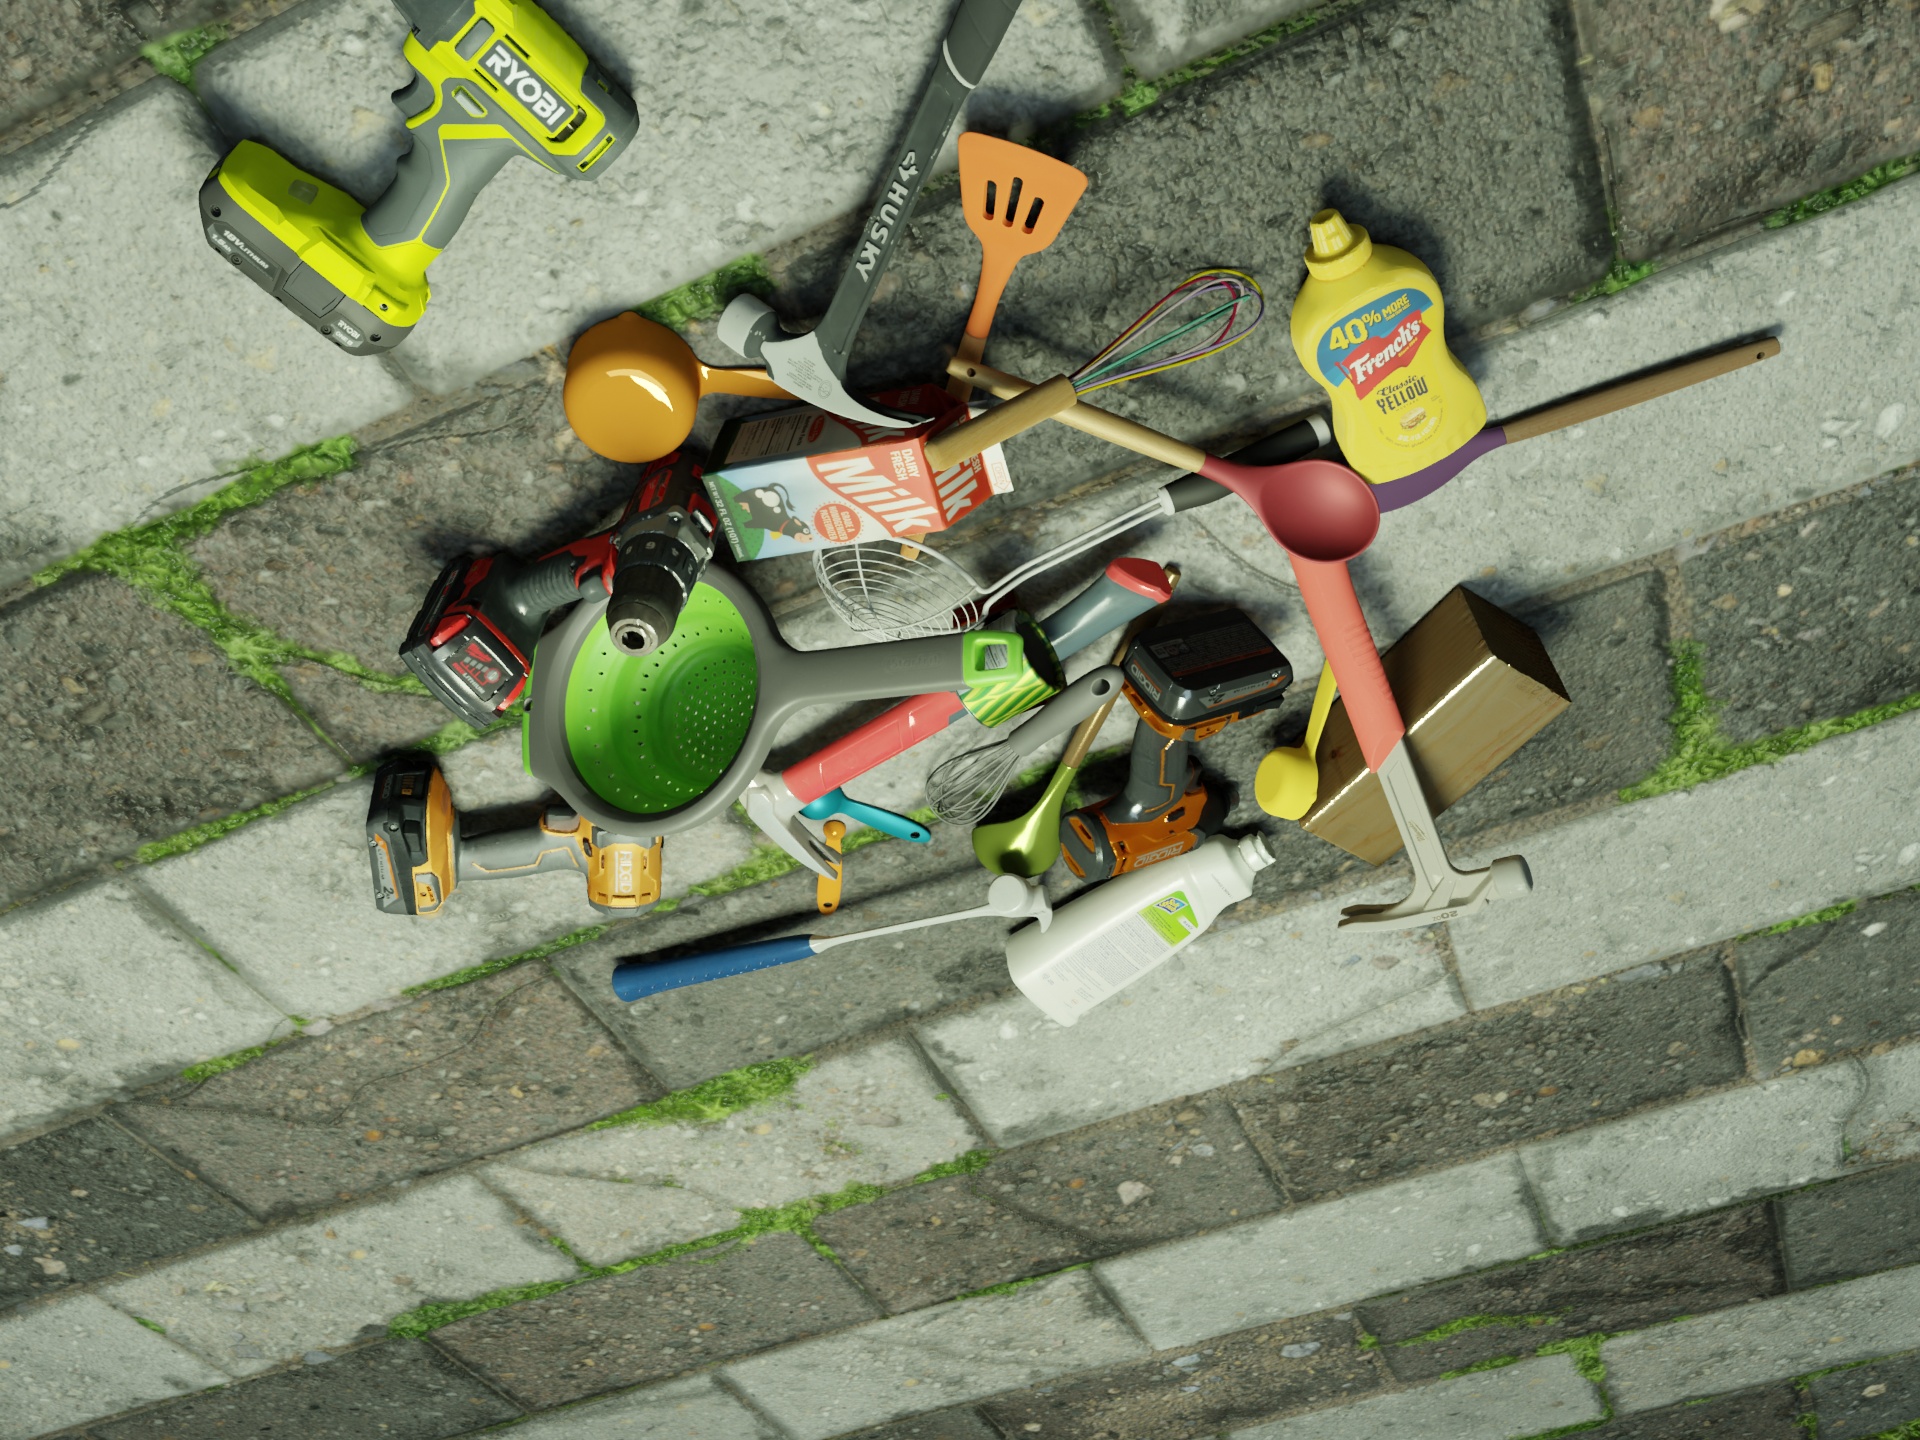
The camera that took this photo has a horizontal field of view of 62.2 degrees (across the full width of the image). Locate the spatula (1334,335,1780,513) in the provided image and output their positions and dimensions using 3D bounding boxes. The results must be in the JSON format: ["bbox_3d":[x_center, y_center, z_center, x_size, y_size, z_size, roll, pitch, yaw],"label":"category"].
[{"bbox_3d":[0.405,-0.206,1.108,0.316,0.018,0.059,-18,130,13],"label":"spatula"}]

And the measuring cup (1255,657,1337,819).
[{"bbox_3d":[0.267,0.002,1.244,0.029,0.062,0.156,8,106,-19],"label":"measuring cup"}]

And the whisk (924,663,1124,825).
[{"bbox_3d":[0.048,0.020,1.230,0.055,0.055,0.239,26,139,-24],"label":"whisk"}]

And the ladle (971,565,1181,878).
[{"bbox_3d":[0.095,0.006,1.265,0.078,0.062,0.320,11,123,-23],"label":"ladle"}]

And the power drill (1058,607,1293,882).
[{"bbox_3d":[0.176,0.024,1.242,0.164,0.084,0.226,-14,140,-29],"label":"power drill"}]

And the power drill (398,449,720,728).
[{"bbox_3d":[-0.262,-0.078,1.064,0.226,0.188,0.080,-24,125,21],"label":"power drill"}]

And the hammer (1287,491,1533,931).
[{"bbox_3d":[0.294,-0.008,1.173,0.149,0.037,0.359,-17,108,27],"label":"hammer"}]

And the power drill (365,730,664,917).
[{"bbox_3d":[-0.348,0.078,1.266,0.226,0.084,0.185,1,131,-11],"label":"power drill"}]

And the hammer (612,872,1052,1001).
[{"bbox_3d":[-0.113,0.194,1.383,0.405,0.035,0.144,-14,164,17],"label":"hammer"}]

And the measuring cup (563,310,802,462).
[{"bbox_3d":[-0.173,-0.210,1.038,0.173,0.052,0.095,2,131,-3],"label":"measuring cup"}]

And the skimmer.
[{"bbox_3d":[0.076,-0.148,1.113,0.363,0.090,0.127,-25,149,0],"label":"skimmer"}]

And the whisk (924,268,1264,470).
[{"bbox_3d":[0.085,-0.222,1.007,0.245,0.051,0.047,-28,107,-9],"label":"whisk"}]

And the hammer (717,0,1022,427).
[{"bbox_3d":[-0.005,-0.353,0.906,0.149,0.036,0.408,37,121,10],"label":"hammer"}]

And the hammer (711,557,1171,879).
[{"bbox_3d":[-0.002,-0.004,1.205,0.386,0.038,0.143,-29,119,24],"label":"hammer"}]

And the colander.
[{"bbox_3d":[-0.125,-0.019,1.121,0.397,0.205,0.094,-5,167,25],"label":"colander"}]

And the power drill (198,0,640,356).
[{"bbox_3d":[-0.320,-0.332,0.908,0.223,0.080,0.171,-36,125,20],"label":"power drill"}]

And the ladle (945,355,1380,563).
[{"bbox_3d":[0.136,-0.179,1.054,0.315,0.031,0.069,19,97,-15],"label":"ladle"}]

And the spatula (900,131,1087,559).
[{"bbox_3d":[0.001,-0.229,1.042,0.081,0.041,0.322,20,130,0],"label":"spatula"}]

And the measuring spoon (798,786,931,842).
[{"bbox_3d":[-0.081,0.083,1.324,0.128,0.021,0.042,22,124,-21],"label":"measuring spoon"}]

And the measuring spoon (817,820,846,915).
[{"bbox_3d":[-0.112,0.131,1.372,0.021,0.011,0.116,3,131,-7],"label":"measuring spoon"}]
